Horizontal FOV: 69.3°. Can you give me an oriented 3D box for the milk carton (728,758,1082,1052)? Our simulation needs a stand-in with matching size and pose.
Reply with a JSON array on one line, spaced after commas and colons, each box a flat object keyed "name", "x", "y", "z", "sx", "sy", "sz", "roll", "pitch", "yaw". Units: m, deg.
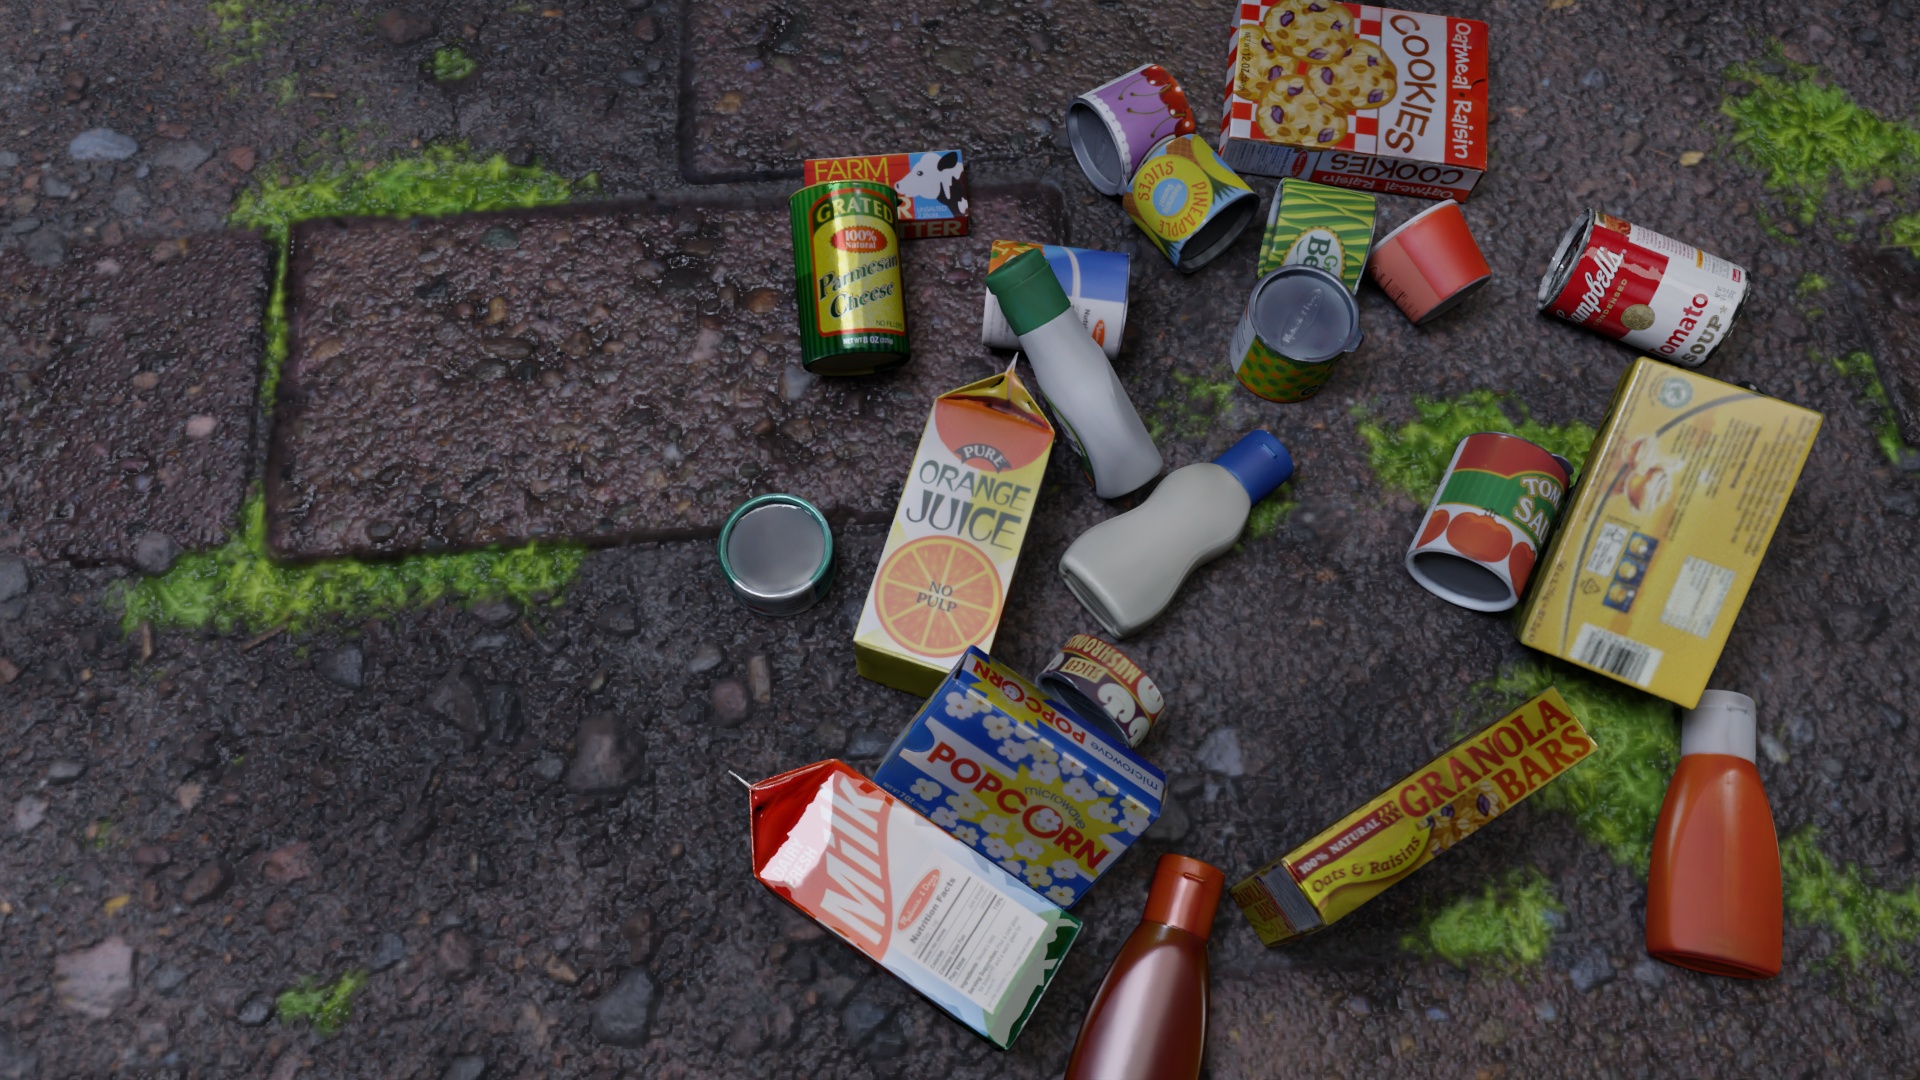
[{"name": "milk carton", "x": -0.039, "y": 0.177, "z": 0.716, "sx": 0.191, "sy": 0.072, "sz": 0.074, "roll": 32, "pitch": 71, "yaw": 9}]

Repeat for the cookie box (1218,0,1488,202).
[{"name": "cookie box", "x": 0.262, "y": -0.297, "z": 0.925, "sx": 0.167, "sy": 0.040, "sz": 0.123, "roll": 8, "pitch": 69, "yaw": 1}]

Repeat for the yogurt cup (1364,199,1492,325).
[{"name": "yogurt cup", "x": 0.293, "y": -0.171, "z": 0.866, "sx": 0.072, "sy": 0.072, "sz": 0.054, "roll": -29, "pitch": 81, "yaw": -12}]

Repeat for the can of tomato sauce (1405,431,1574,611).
[{"name": "can of tomato sauce", "x": 0.305, "y": -0.010, "z": 0.800, "sx": 0.071, "sy": 0.071, "sz": 0.083, "roll": 28, "pitch": 71, "yaw": 9}]

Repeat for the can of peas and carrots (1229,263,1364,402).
[{"name": "can of peas and carrots", "x": 0.205, "y": -0.124, "z": 0.847, "sx": 0.071, "sy": 0.058, "sz": 0.071, "roll": 1, "pitch": 70, "yaw": -2}]

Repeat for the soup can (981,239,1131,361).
[{"name": "soup can", "x": 0.058, "y": -0.148, "z": 0.848, "sx": 0.084, "sy": 0.071, "sz": 0.071, "roll": 7, "pitch": 69, "yaw": 1}]

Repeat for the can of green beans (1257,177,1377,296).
[{"name": "can of green beans", "x": 0.222, "y": -0.189, "z": 0.868, "sx": 0.058, "sy": 0.071, "sz": 0.071, "roll": 12, "pitch": 69, "yaw": 3}]

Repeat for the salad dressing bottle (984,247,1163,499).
[{"name": "salad dressing bottle", "x": 0.065, "y": -0.096, "z": 0.802, "sx": 0.044, "sy": 0.064, "sz": 0.147, "roll": -28, "pitch": 105, "yaw": 9}]

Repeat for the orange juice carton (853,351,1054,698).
[{"name": "orange juice carton", "x": 0.003, "y": -0.010, "z": 0.789, "sx": 0.073, "sy": 0.071, "sz": 0.193, "roll": 16, "pitch": 70, "yaw": 4}]

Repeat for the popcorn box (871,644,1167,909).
[{"name": "popcorn box", "x": 0.031, "y": 0.123, "z": 0.717, "sx": 0.127, "sy": 0.084, "sz": 0.038, "roll": 34, "pitch": 31, "yaw": -4}]

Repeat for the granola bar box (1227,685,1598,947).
[{"name": "granola bar box", "x": 0.226, "y": 0.145, "z": 0.708, "sx": 0.166, "sy": 0.123, "sz": 0.039, "roll": -29, "pitch": 73, "yaw": -12}]

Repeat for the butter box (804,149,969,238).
[{"name": "butter box", "x": -0.048, "y": -0.221, "z": 0.894, "sx": 0.103, "sy": 0.024, "sz": 0.053, "roll": -5, "pitch": 69, "yaw": -4}]

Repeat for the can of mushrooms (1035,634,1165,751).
[{"name": "can of mushrooms", "x": 0.076, "y": 0.083, "z": 0.756, "sx": 0.071, "sy": 0.070, "sz": 0.033, "roll": 40, "pitch": 72, "yaw": 12}]

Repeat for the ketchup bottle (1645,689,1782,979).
[{"name": "ketchup bottle", "x": 0.410, "y": 0.156, "z": 0.753, "sx": 0.065, "sy": 0.043, "sz": 0.149, "roll": 13, "pitch": 69, "yaw": 2}]

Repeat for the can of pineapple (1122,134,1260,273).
[{"name": "can of pineapple", "x": 0.144, "y": -0.212, "z": 0.873, "sx": 0.071, "sy": 0.070, "sz": 0.058, "roll": -35, "pitch": 73, "yaw": -14}]

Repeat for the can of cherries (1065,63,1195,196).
[{"name": "can of cherries", "x": 0.111, "y": -0.262, "z": 0.894, "sx": 0.058, "sy": 0.071, "sz": 0.071, "roll": -29, "pitch": 73, "yaw": -13}]

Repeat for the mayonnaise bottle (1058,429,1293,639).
[{"name": "mayonnaise bottle", "x": 0.130, "y": -0.009, "z": 0.810, "sx": 0.148, "sy": 0.041, "sz": 0.065, "roll": -37, "pitch": 76, "yaw": -16}]

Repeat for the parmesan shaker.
[{"name": "parmesan shaker", "x": -0.063, "y": -0.156, "z": 0.834, "sx": 0.071, "sy": 0.071, "sz": 0.103, "roll": -5, "pitch": 85, "yaw": -4}]

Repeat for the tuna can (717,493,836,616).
[{"name": "tuna can", "x": -0.105, "y": 0.006, "z": 0.800, "sx": 0.071, "sy": 0.032, "sz": 0.071, "roll": 1, "pitch": 69, "yaw": -2}]

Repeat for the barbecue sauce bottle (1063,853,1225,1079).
[{"name": "barbecue sauce bottle", "x": 0.099, "y": 0.237, "z": 0.712, "sx": 0.065, "sy": 0.043, "sz": 0.149, "roll": 19, "pitch": 69, "yaw": 5}]
